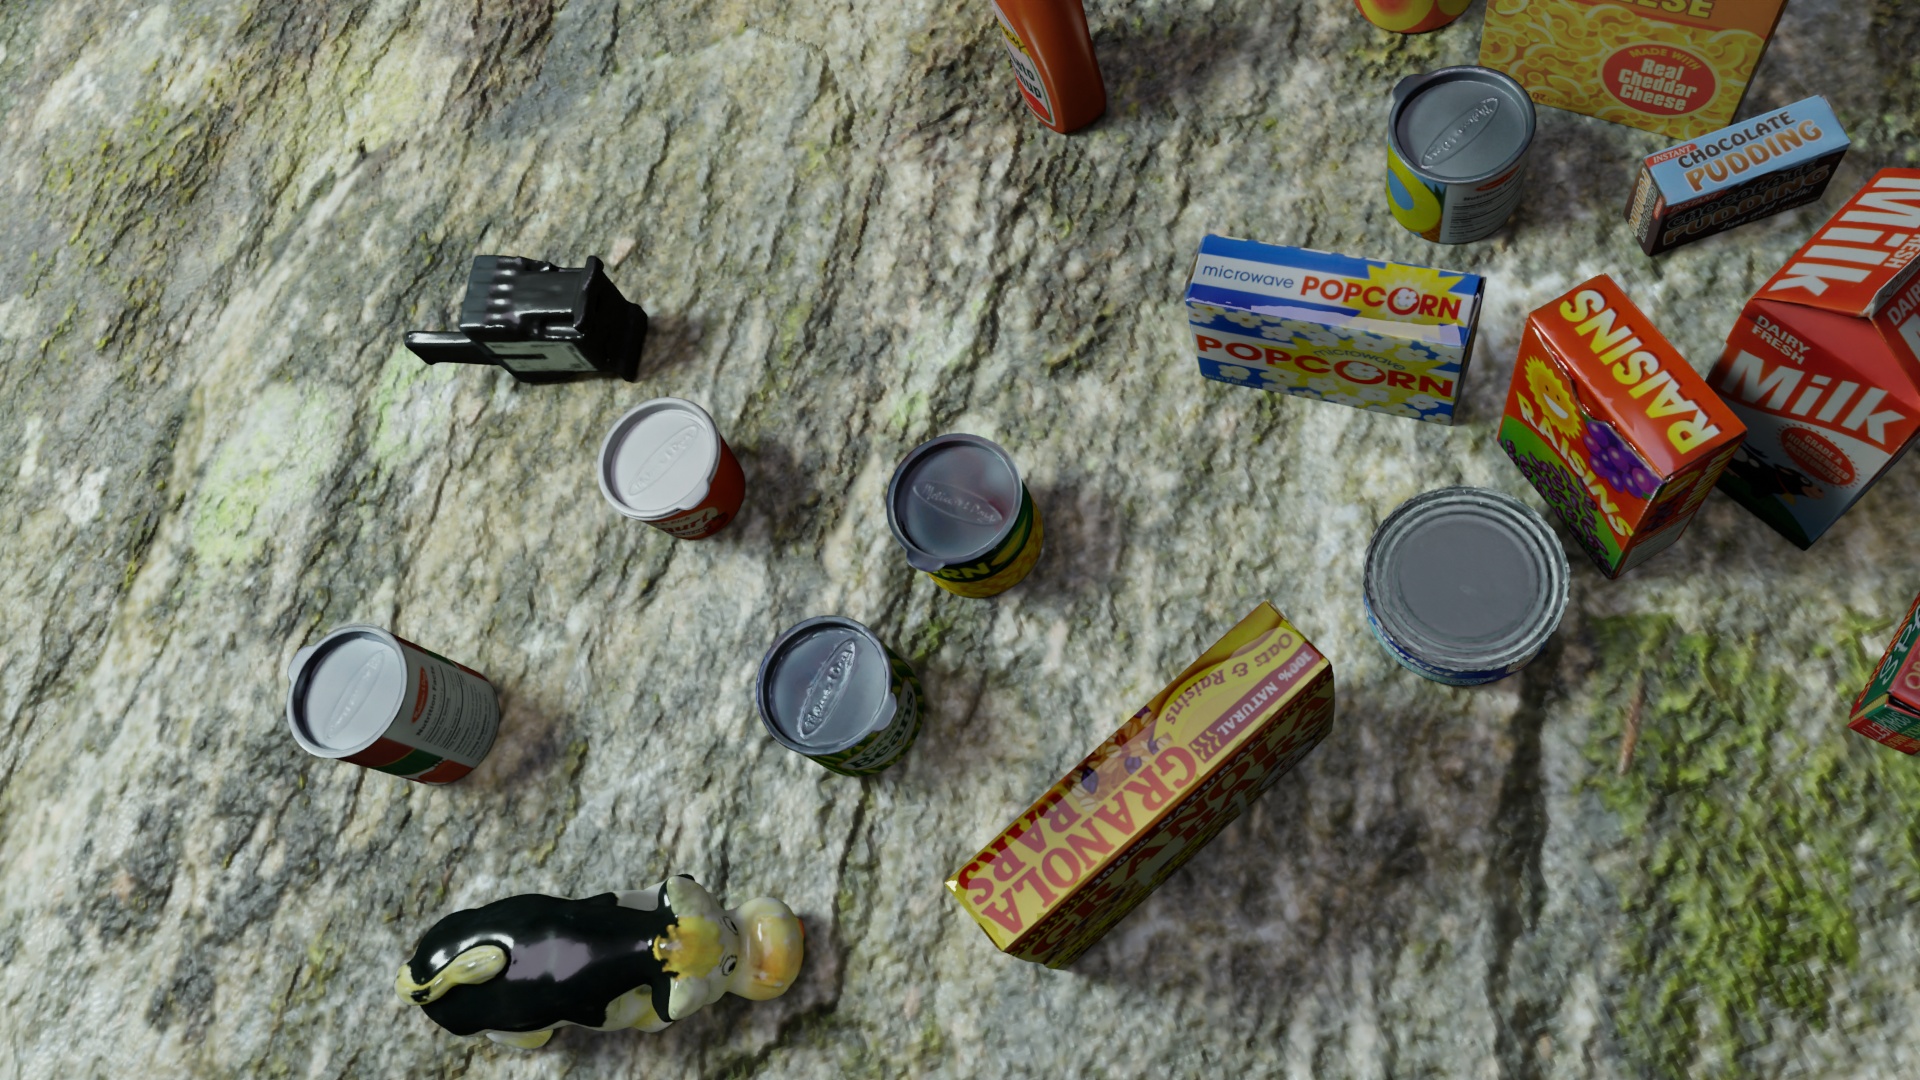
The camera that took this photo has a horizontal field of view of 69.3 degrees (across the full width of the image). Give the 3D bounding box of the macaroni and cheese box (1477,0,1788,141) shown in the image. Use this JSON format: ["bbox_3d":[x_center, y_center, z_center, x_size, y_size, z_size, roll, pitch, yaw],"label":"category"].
[{"bbox_3d":[0.307,-0.255,0.628,0.124,0.166,0.040,23,78,21],"label":"macaroni and cheese box"}]

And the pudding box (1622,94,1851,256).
[{"bbox_3d":[0.359,-0.169,0.646,0.083,0.049,0.030,-18,67,8],"label":"pudding box"}]

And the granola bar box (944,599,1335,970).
[{"bbox_3d":[0.082,0.108,0.575,0.165,0.124,0.039,-41,66,-2],"label":"granola bar box"}]

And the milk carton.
[{"bbox_3d":[0.345,-0.072,0.536,0.072,0.190,0.073,-44,66,-3],"label":"milk carton"}]

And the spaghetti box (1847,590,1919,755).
[{"bbox_3d":[0.441,-0.024,0.569,0.029,0.050,0.250,31,80,23],"label":"spaghetti box"}]

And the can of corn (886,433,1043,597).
[{"bbox_3d":[0.002,-0.008,0.676,0.071,0.058,0.071,-5,69,13],"label":"can of corn"}]

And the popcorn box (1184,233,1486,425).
[{"bbox_3d":[0.173,-0.098,0.650,0.127,0.085,0.038,14,75,19],"label":"popcorn box"}]

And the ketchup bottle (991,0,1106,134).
[{"bbox_3d":[0.040,-0.278,0.717,0.043,0.148,0.065,-30,66,3],"label":"ketchup bottle"}]

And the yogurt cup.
[{"bbox_3d":[-0.148,-0.034,0.728,0.072,0.054,0.072,-5,69,13],"label":"yogurt cup"}]

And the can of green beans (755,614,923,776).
[{"bbox_3d":[-0.056,0.075,0.660,0.071,0.057,0.071,-5,69,13],"label":"can of green beans"}]

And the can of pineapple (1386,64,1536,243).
[{"bbox_3d":[0.242,-0.189,0.680,0.071,0.057,0.071,-5,69,13],"label":"can of pineapple"}]

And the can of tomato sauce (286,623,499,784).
[{"bbox_3d":[-0.287,0.085,0.705,0.071,0.083,0.071,-5,69,13],"label":"can of tomato sauce"}]

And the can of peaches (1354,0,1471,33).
[{"bbox_3d":[0.237,-0.308,0.726,0.071,0.058,0.071,-5,69,13],"label":"can of peaches"}]

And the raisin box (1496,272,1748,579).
[{"bbox_3d":[0.270,-0.044,0.582,0.040,0.123,0.086,-30,66,3],"label":"raisin box"}]
